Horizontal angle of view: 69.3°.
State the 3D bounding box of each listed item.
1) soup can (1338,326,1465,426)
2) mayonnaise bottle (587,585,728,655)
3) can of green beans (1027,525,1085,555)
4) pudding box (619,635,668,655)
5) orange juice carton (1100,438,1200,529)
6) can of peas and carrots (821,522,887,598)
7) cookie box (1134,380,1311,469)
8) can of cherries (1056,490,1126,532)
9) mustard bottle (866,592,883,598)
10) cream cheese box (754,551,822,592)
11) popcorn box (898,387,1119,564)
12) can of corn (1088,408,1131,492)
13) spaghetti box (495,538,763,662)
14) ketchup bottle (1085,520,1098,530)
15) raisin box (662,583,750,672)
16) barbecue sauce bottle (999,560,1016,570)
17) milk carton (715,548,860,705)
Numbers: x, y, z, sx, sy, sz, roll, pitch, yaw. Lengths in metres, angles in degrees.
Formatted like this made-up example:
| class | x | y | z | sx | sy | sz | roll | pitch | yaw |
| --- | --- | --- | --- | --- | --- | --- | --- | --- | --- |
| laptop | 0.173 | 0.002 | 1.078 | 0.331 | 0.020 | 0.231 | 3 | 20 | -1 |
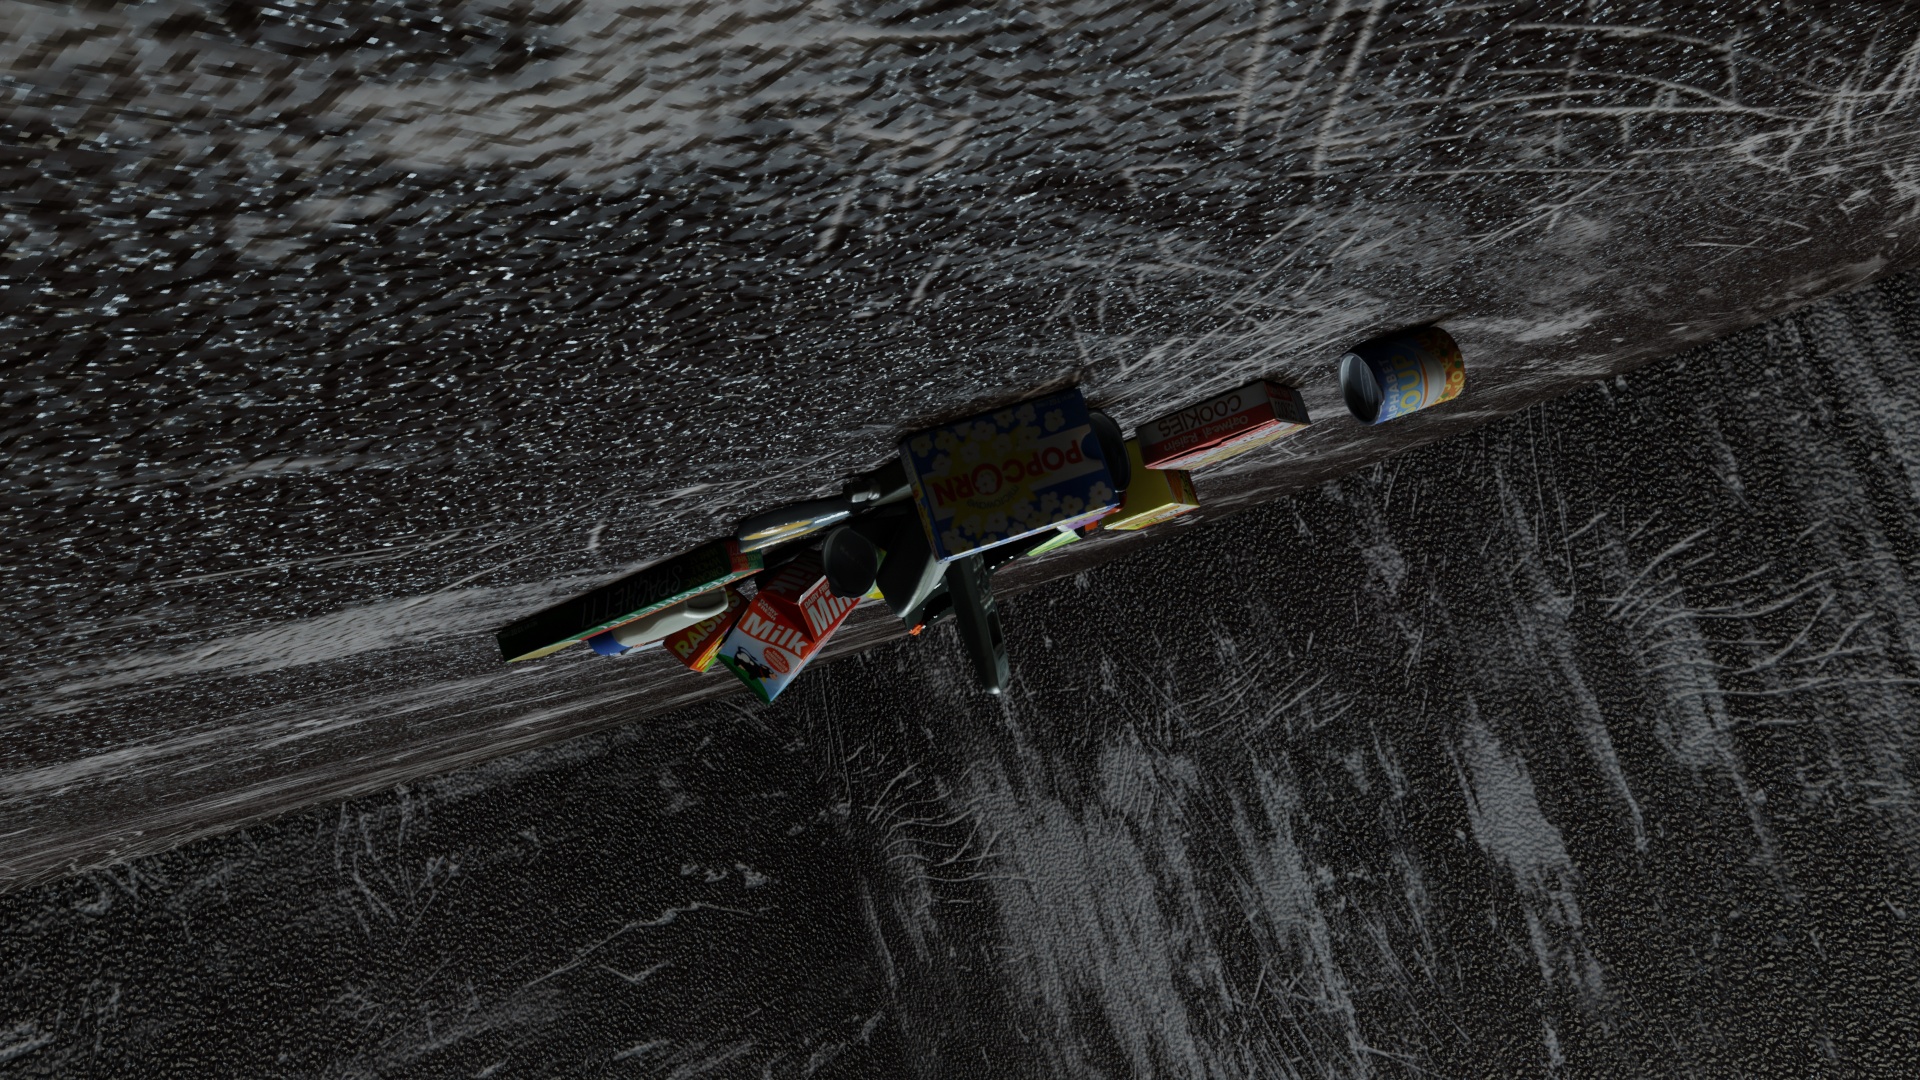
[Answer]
| class | x | y | z | sx | sy | sz | roll | pitch | yaw |
| --- | --- | --- | --- | --- | --- | --- | --- | --- | --- |
| soup can | 0.380 | -0.141 | 1.191 | 0.084 | 0.071 | 0.071 | -18 | 174 | -10 |
| mayonnaise bottle | -0.279 | 0.069 | 1.254 | 0.147 | 0.041 | 0.065 | -21 | 172 | 36 |
| can of green beans | 0.086 | -0.024 | 1.394 | 0.058 | 0.071 | 0.071 | -20 | 174 | 19 |
| pudding box | -0.315 | 0.090 | 1.397 | 0.050 | 0.030 | 0.083 | -14 | 173 | -26 |
| orange juice carton | 0.186 | -0.056 | 1.378 | 0.073 | 0.072 | 0.193 | -20 | 174 | 18 |
| can of peas and carrots | -0.080 | 0.016 | 1.231 | 0.070 | 0.071 | 0.059 | -23 | 173 | 38 |
| cookie box | 0.244 | -0.102 | 1.273 | 0.122 | 0.040 | 0.168 | -21 | 174 | 23 |
| can of cherries | 0.108 | -0.048 | 1.233 | 0.058 | 0.071 | 0.071 | -23 | 173 | 29 |
| mustard bottle | -0.085 | 0.036 | 1.518 | 0.065 | 0.049 | 0.160 | -16 | 175 | -18 |
| cream cheese box | -0.149 | 0.031 | 1.385 | 0.103 | 0.024 | 0.053 | -21 | 174 | 24 |
| popcorn box | 0.031 | -0.043 | 0.931 | 0.127 | 0.085 | 0.038 | -18 | 175 | -12 |
| can of corn | 0.089 | -0.061 | 1.058 | 0.058 | 0.071 | 0.071 | -21 | 173 | 33 |
| spaghetti box | -0.274 | 0.050 | 1.144 | 0.249 | 0.028 | 0.050 | -21 | 175 | 24 |
| ketchup bottle | 0.083 | -0.013 | 1.607 | 0.149 | 0.043 | 0.064 | -18 | 173 | 1 |
| raisin box | -0.244 | 0.086 | 1.372 | 0.086 | 0.040 | 0.123 | -47 | 178 | -8 |
| barbecue sauce bottle | 0.005 | 0.003 | 1.445 | 0.044 | 0.065 | 0.148 | -25 | -173 | -26 |
| milk carton | -0.158 | 0.075 | 1.310 | 0.073 | 0.073 | 0.189 | -46 | 178 | -39 |
